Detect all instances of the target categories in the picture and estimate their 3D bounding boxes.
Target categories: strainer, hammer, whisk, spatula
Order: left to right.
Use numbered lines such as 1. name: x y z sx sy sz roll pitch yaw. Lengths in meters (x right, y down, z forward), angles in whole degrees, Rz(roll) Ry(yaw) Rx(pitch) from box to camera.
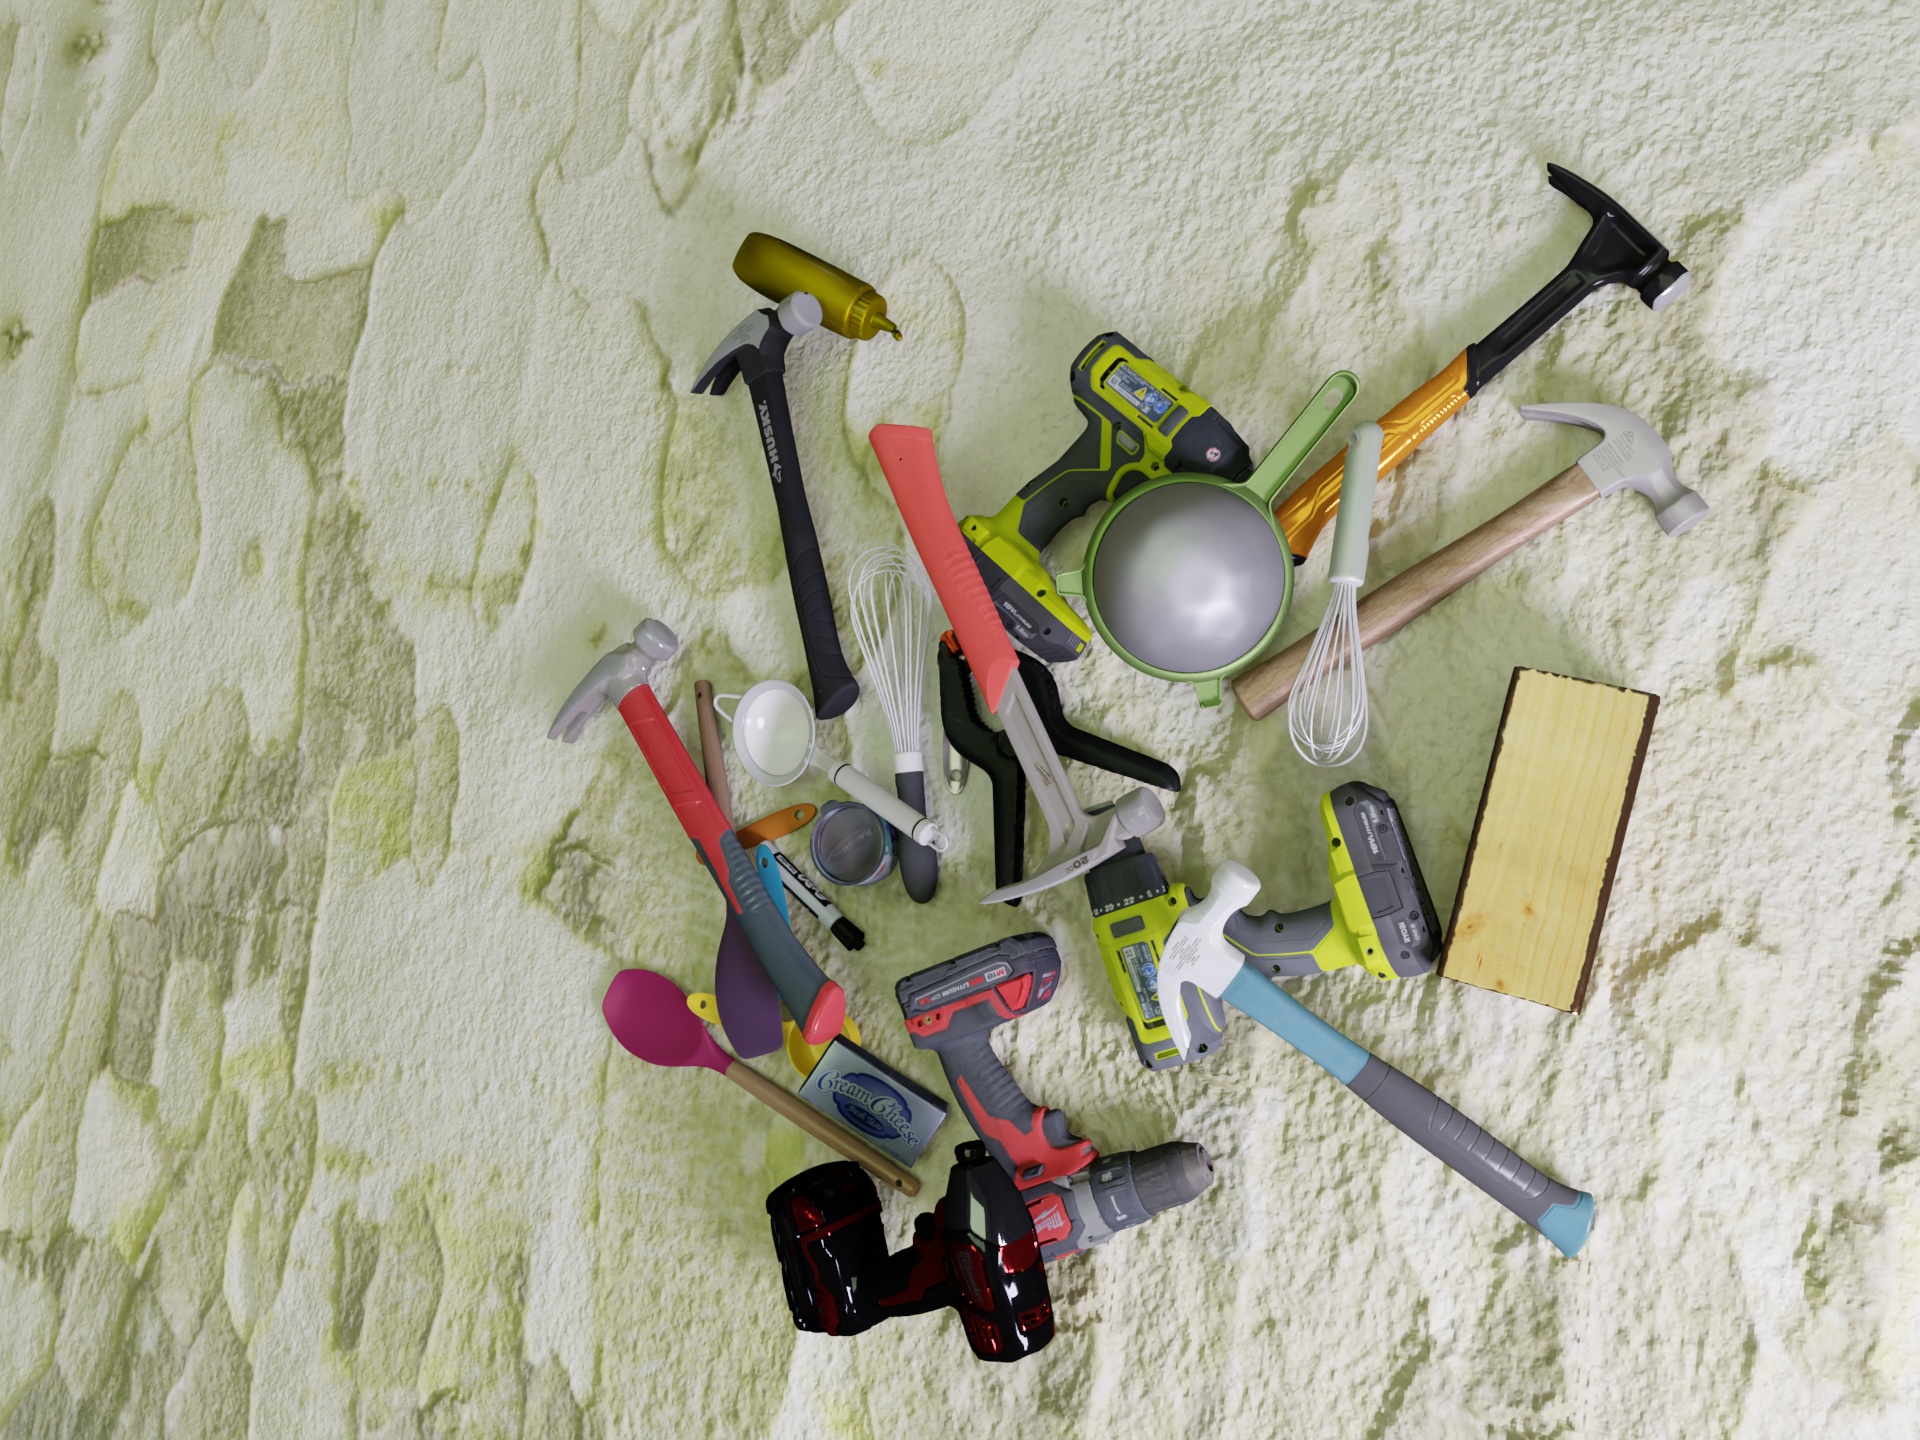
1. hammer: -0.208 0.102 1.271 0.143 0.038 0.387 -44 62 18
2. spatula: -0.189 0.115 1.290 0.060 0.018 0.316 -19 71 24
3. hammer: -0.139 -0.165 1.297 0.146 0.035 0.335 -18 82 43
4. strainer: -0.098 0.039 1.242 0.259 0.050 0.087 32 109 36
5. whisk: -0.045 0.001 1.244 0.070 0.070 0.285 -8 85 21
6. hammer: 0.010 -0.053 1.152 0.149 0.036 0.359 -30 77 26
7. strainer: 0.194 -0.140 1.105 0.151 0.069 0.256 39 97 0
8. whisk: 0.267 -0.089 1.102 0.059 0.058 0.246 10 84 -12
9. hammer: 0.272 0.235 1.041 0.331 0.033 0.128 36 111 5
10. hammer: 0.337 -0.237 1.129 0.337 0.034 0.127 -42 71 12
11. hammer: 0.335 -0.104 1.113 0.331 0.031 0.130 -34 72 15

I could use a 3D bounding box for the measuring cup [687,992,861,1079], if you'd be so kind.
1. measuring cup: -0.148 0.243 1.267 0.156 0.029 0.062 13 88 26

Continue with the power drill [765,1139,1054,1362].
1. power drill: -0.035 0.369 1.126 0.220 0.078 0.143 -15 87 43

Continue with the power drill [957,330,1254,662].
1. power drill: 0.102 -0.159 1.193 0.171 0.080 0.223 44 97 21

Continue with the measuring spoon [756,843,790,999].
1. measuring spoon: -0.150 0.163 1.266 0.042 0.021 0.128 -13 89 30

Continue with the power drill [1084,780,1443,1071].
1. power drill: 0.199 0.124 1.109 0.228 0.080 0.191 -21 81 20

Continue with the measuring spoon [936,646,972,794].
1. measuring spoon: -0.002 -0.004 1.249 0.034 0.018 0.124 1 90 12

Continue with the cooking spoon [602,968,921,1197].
1. cooking spoon: -0.163 0.291 1.270 0.319 0.017 0.069 27 91 23

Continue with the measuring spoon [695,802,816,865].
1. measuring spoon: -0.169 0.092 1.302 0.117 0.011 0.021 -23 75 18

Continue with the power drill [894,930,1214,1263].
1. power drill: 0.065 0.269 1.151 0.188 0.080 0.227 -24 78 18
